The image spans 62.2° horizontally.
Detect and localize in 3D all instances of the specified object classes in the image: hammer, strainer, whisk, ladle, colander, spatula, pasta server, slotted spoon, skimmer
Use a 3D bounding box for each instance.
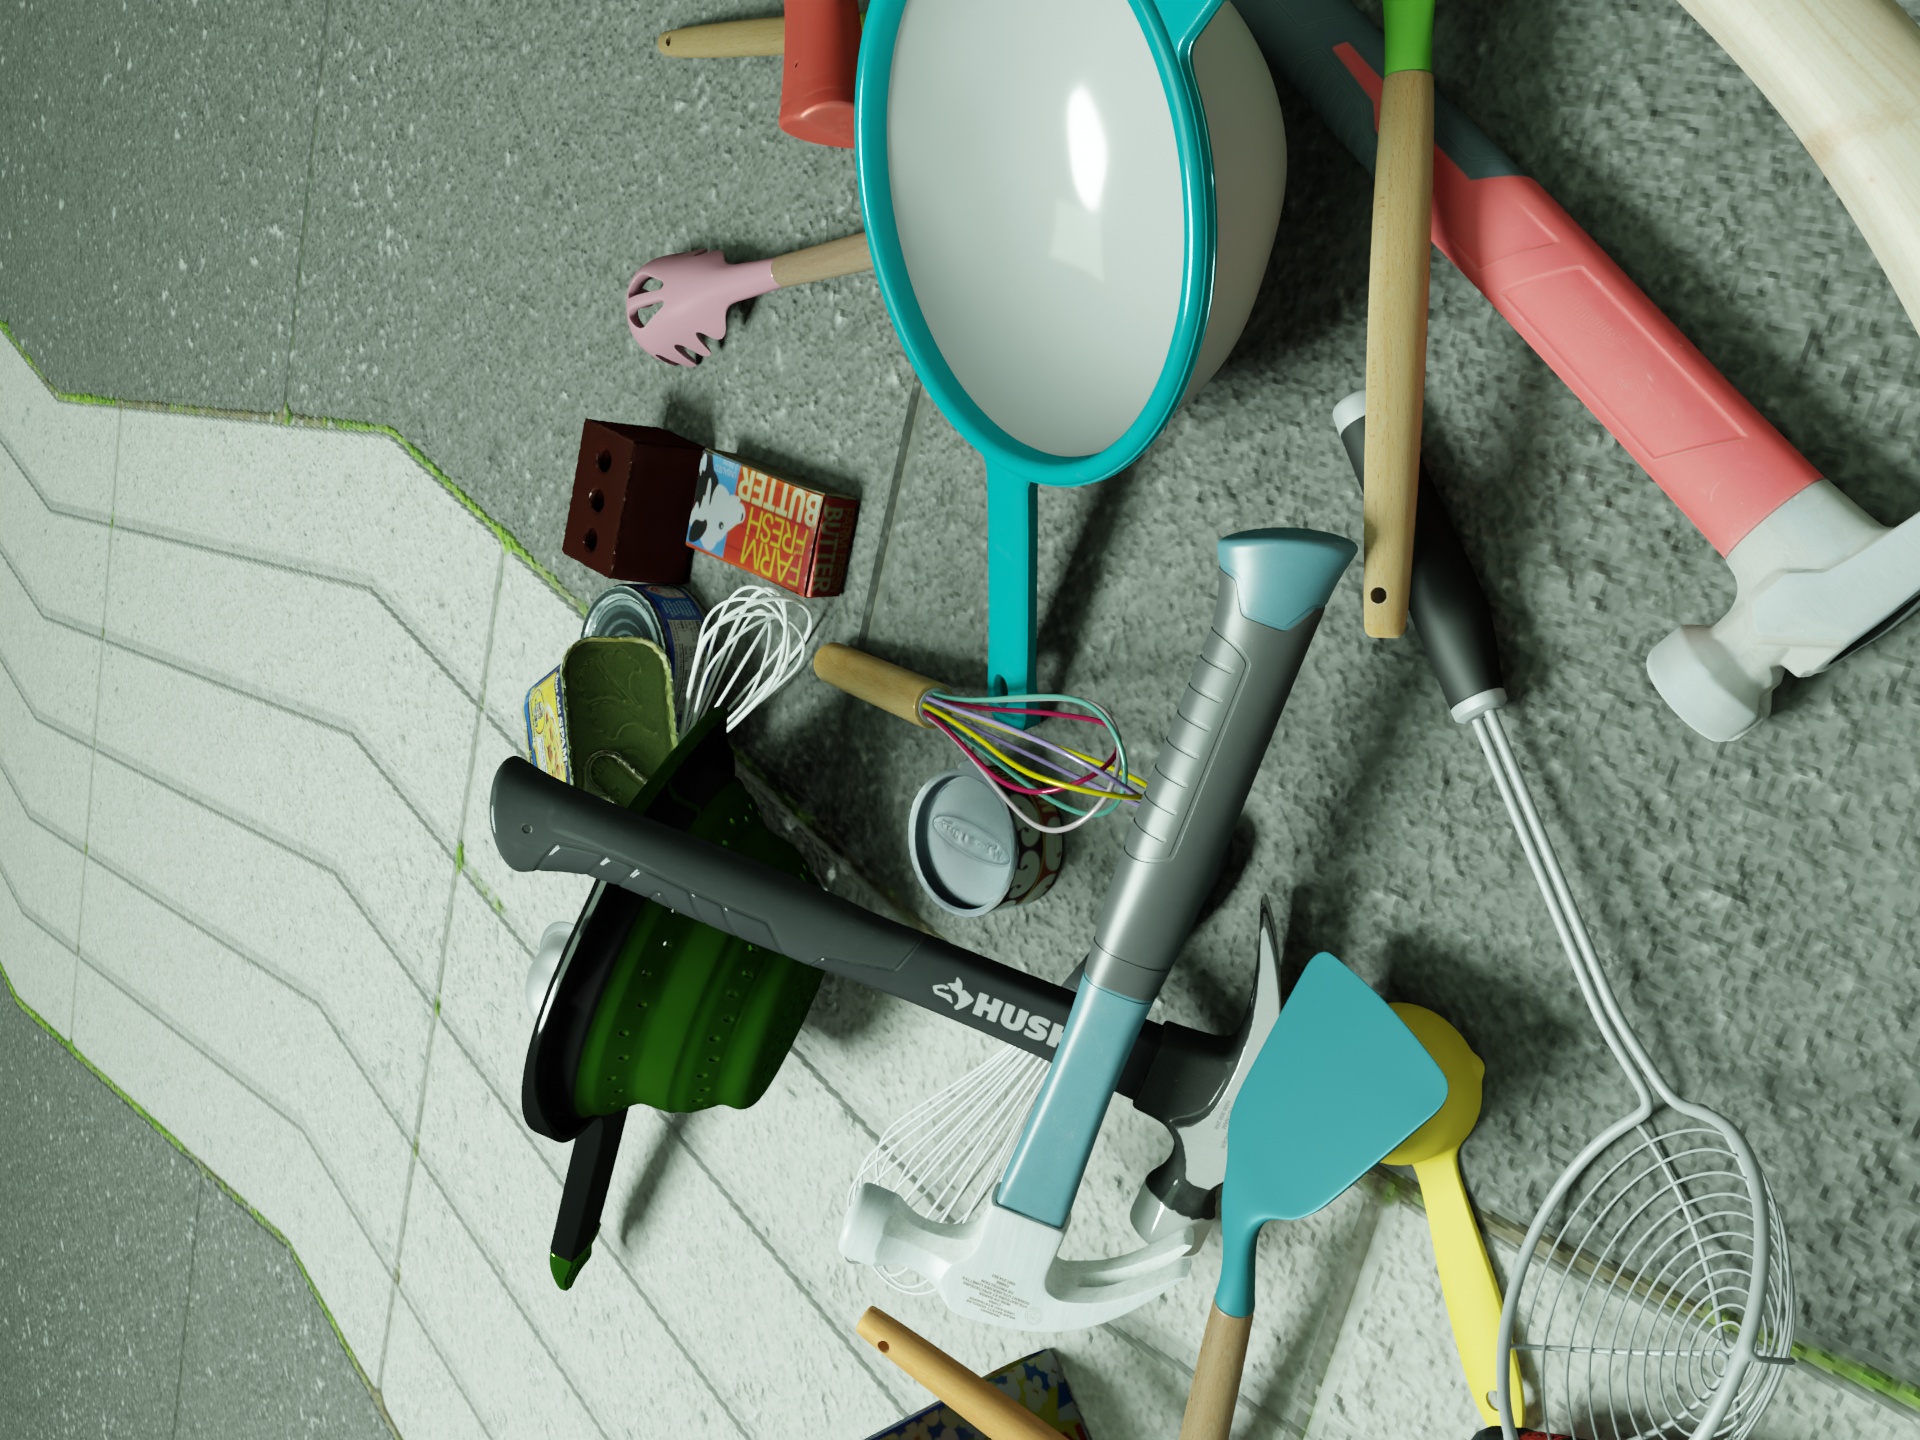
[{"bbox_3d":[0.192,-0.251,0.445,0.146,0.038,0.411,-44,71,28],"label":"hammer"},{"bbox_3d":[-0.196,0.115,0.888,0.087,0.050,0.258,47,126,18],"label":"strainer"},{"bbox_3d":[-0.145,0.017,0.849,0.246,0.059,0.058,-52,52,38],"label":"whisk"},{"bbox_3d":[0.061,0.083,0.578,0.128,0.033,0.331,21,108,6],"label":"hammer"},{"bbox_3d":[0.031,0.150,0.687,0.070,0.070,0.284,50,119,29],"label":"whisk"},{"bbox_3d":[-0.050,-0.321,0.748,0.320,0.062,0.078,24,112,47],"label":"ladle"},{"bbox_3d":[0.052,-0.148,0.626,0.211,0.095,0.340,40,142,43],"label":"strainer"},{"bbox_3d":[0.182,-0.186,0.531,0.143,0.038,0.387,-48,61,33],"label":"hammer"},{"bbox_3d":[-0.068,-0.418,0.714,0.149,0.036,0.359,-26,64,42],"label":"hammer"},{"bbox_3d":[-0.141,0.182,0.813,0.094,0.205,0.396,23,125,5],"label":"colander"},{"bbox_3d":[0.111,0.241,0.609,0.082,0.044,0.317,-128,39,-56],"label":"spatula"},{"bbox_3d":[-0.062,-0.221,0.770,0.316,0.040,0.060,0,93,39],"label":"pasta server"},{"bbox_3d":[-0.033,0.087,0.634,0.335,0.035,0.146,22,107,5],"label":"hammer"},{"bbox_3d":[-0.003,-0.003,0.686,0.245,0.047,0.051,24,135,54],"label":"whisk"},{"bbox_3d":[0.144,-0.184,0.522,0.070,0.031,0.314,4,95,39],"label":"slotted spoon"},{"bbox_3d":[0.169,0.057,0.522,0.127,0.090,0.363,124,132,-67],"label":"skimmer"},{"bbox_3d":[0.089,0.330,0.612,0.323,0.041,0.081,31,114,15],"label":"spatula"}]

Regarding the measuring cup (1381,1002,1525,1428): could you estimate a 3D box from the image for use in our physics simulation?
[{"bbox_3d":[0.169,0.180,0.570,0.062,0.029,0.157,-25,73,42],"label":"measuring cup"}]

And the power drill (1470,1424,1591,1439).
[{"bbox_3d":[0.230,0.341,0.490,0.143,0.078,0.220,-4,86,33],"label":"power drill"}]
